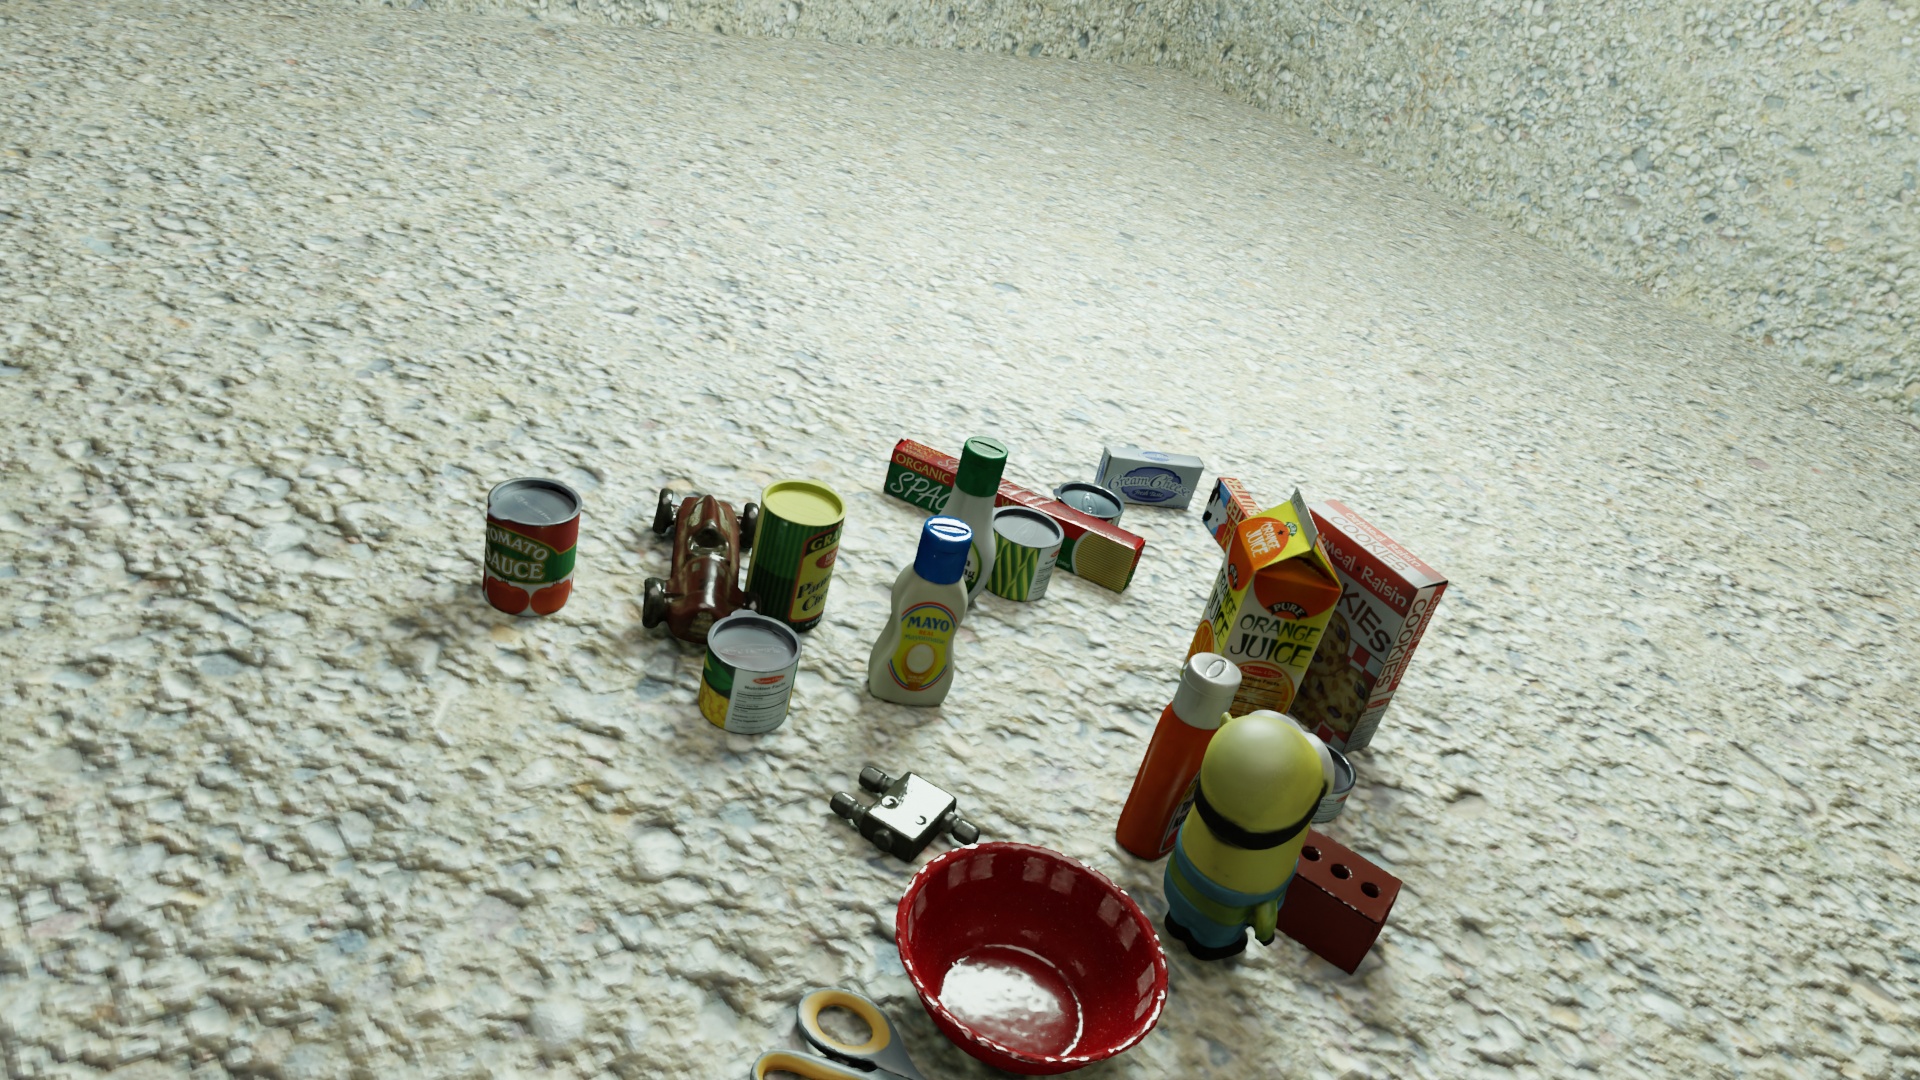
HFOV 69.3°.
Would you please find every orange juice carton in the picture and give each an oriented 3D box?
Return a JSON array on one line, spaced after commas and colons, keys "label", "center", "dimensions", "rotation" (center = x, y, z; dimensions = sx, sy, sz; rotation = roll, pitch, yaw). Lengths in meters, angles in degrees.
[{"label": "orange juice carton", "center": [0.239, 0.056, 1.087], "dimensions": [0.073, 0.191, 0.072], "rotation": [11, 30, -7]}]

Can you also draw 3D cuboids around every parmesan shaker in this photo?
[{"label": "parmesan shaker", "center": [-0.129, 0.012, 1.084], "dimensions": [0.071, 0.102, 0.071], "rotation": [11, 30, -7]}]

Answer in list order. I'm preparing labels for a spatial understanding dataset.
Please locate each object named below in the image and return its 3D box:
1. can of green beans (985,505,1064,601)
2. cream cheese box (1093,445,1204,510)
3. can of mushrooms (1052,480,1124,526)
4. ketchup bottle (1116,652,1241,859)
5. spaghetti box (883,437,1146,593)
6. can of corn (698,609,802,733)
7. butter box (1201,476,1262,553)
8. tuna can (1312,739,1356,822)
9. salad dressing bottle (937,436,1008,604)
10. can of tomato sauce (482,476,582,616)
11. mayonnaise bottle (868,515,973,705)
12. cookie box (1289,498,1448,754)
[{"label": "can of green beans", "center": [0.051, 0.011, 1.210], "dimensions": [0.071, 0.057, 0.071], "rotation": [11, 30, -7]}, {"label": "cream cheese box", "center": [0.189, -0.063, 1.399], "dimensions": [0.104, 0.053, 0.024], "rotation": [6, 31, -15]}, {"label": "can of mushrooms", "center": [0.118, -0.027, 1.328], "dimensions": [0.071, 0.033, 0.071], "rotation": [11, 30, -7]}, {"label": "ketchup bottle", "center": [0.149, 0.145, 0.943], "dimensions": [0.043, 0.148, 0.065], "rotation": [28, 32, 20]}, {"label": "spaghetti box", "center": [0.045, -0.025, 1.275], "dimensions": [0.250, 0.050, 0.029], "rotation": [24, 31, 14]}, {"label": "can of corn", "center": [-0.150, 0.093, 0.984], "dimensions": [0.071, 0.058, 0.071], "rotation": [11, 30, -7]}, {"label": "butter box", "center": [0.272, -0.014, 1.355], "dimensions": [0.024, 0.052, 0.104], "rotation": [4, 32, -19]}, {"label": "tuna can", "center": [0.261, 0.178, 1.052], "dimensions": [0.071, 0.032, 0.071], "rotation": [11, 30, -7]}, {"label": "salad dressing bottle", "center": [0.004, -0.014, 1.143], "dimensions": [0.064, 0.146, 0.044], "rotation": [22, 31, 11]}, {"label": "can of tomato sauce", "center": [-0.319, 0.006, 1.029], "dimensions": [0.071, 0.082, 0.071], "rotation": [11, 30, -7]}, {"label": "mayonnaise bottle", "center": [-0.025, 0.053, 1.019], "dimensions": [0.065, 0.147, 0.041], "rotation": [9, 31, -11]}, {"label": "cookie box", "center": [0.305, 0.068, 1.121], "dimensions": [0.040, 0.166, 0.123], "rotation": [-9, 38, -35]}]
